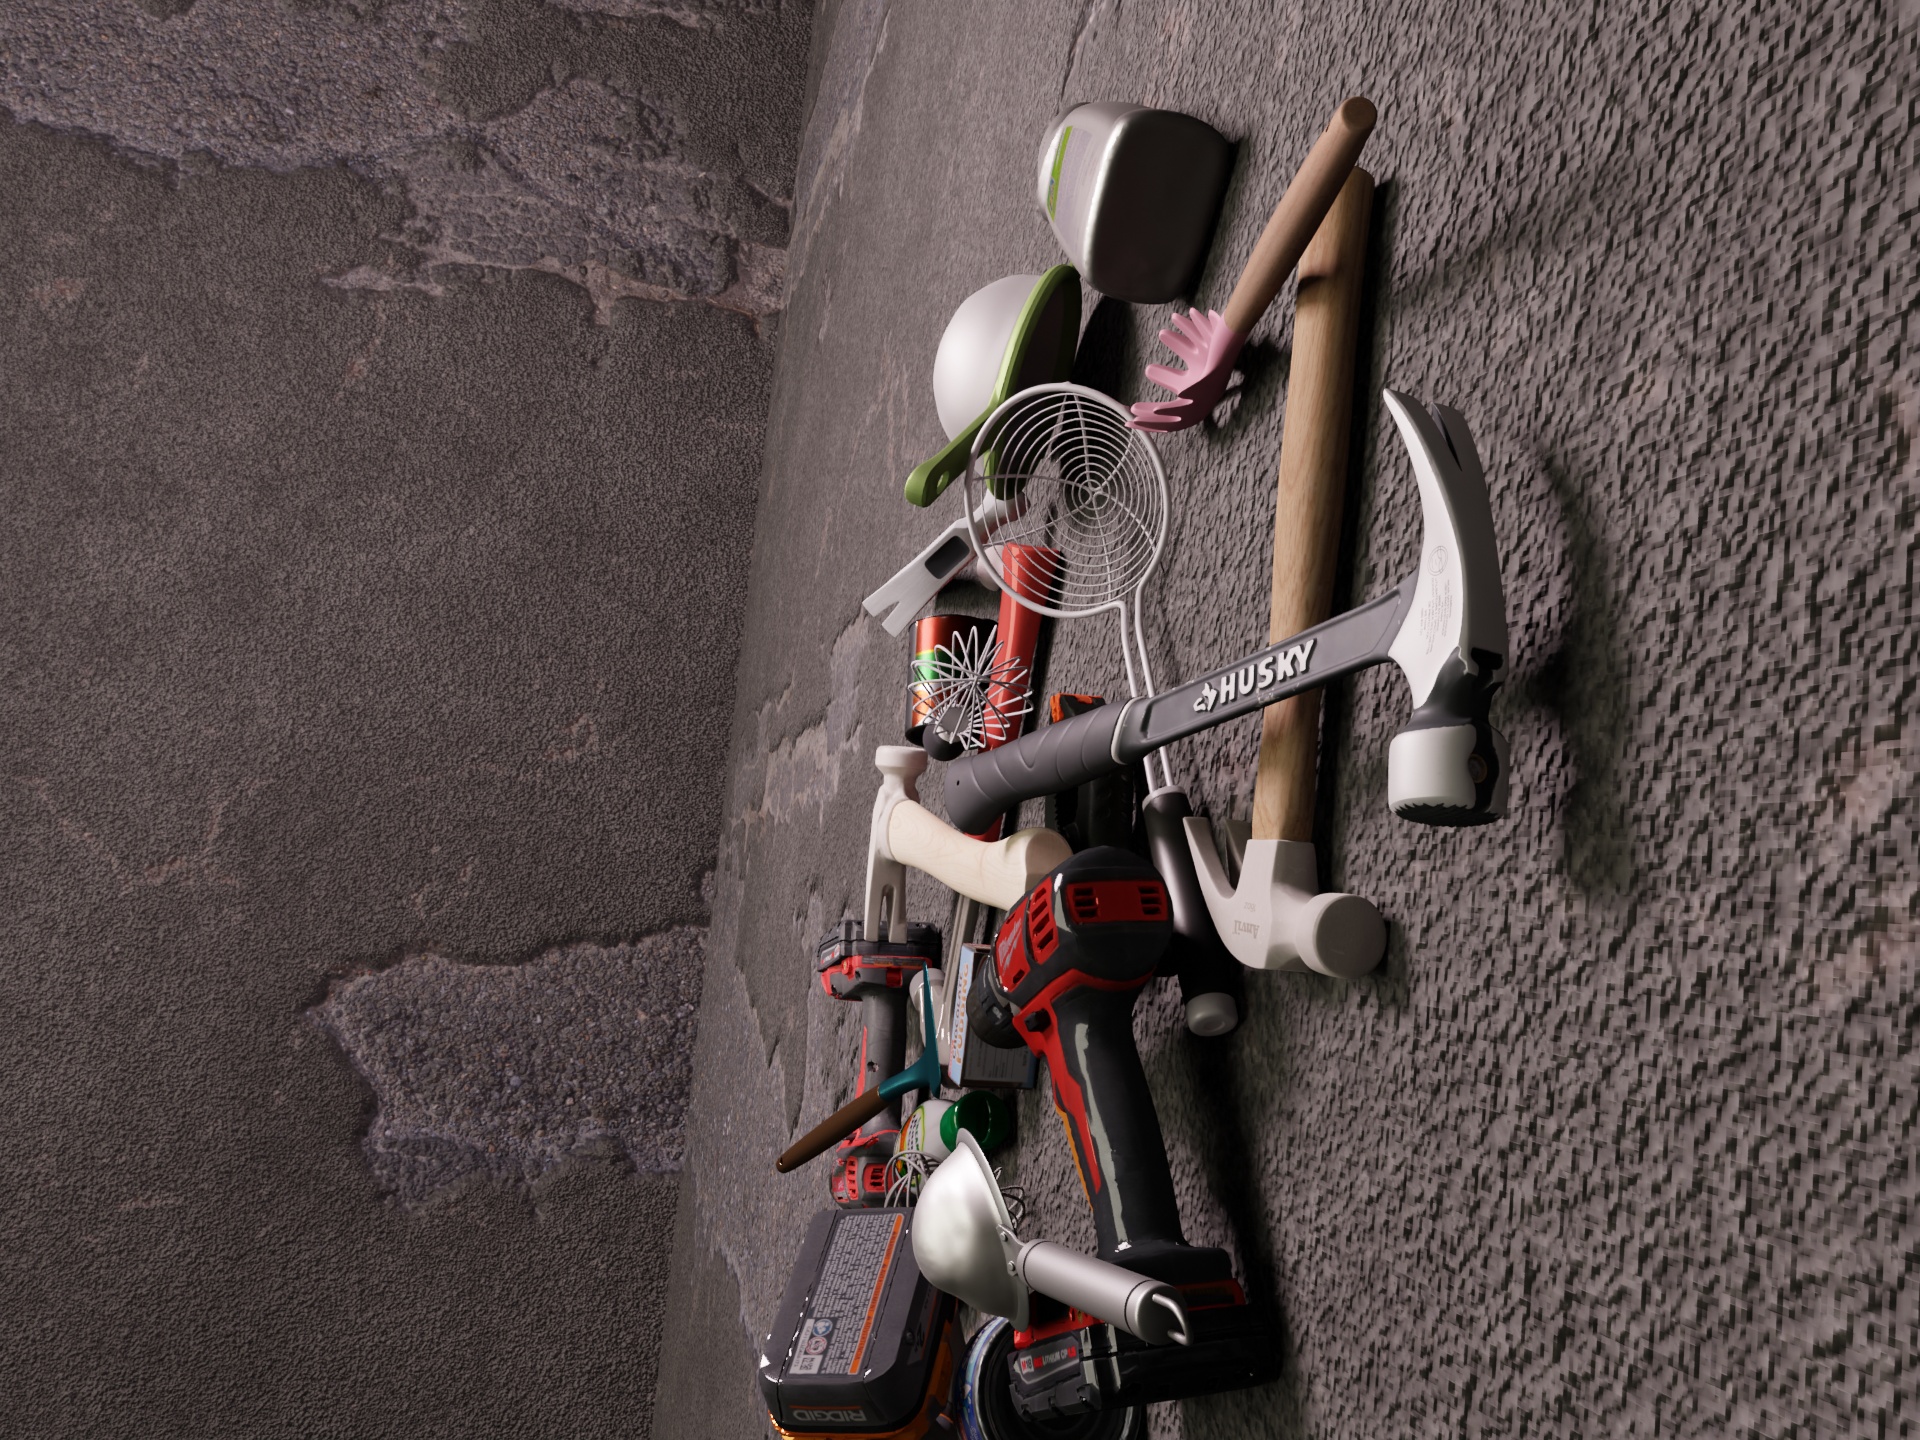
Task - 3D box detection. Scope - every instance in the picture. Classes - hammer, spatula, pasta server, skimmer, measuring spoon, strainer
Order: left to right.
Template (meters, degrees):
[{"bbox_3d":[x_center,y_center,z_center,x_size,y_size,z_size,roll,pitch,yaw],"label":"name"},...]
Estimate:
[{"bbox_3d":[-0.072,0.265,1.108,0.317,0.044,0.082,-46,43,47],"label":"spatula"},{"bbox_3d":[-0.021,-0.117,1.218,0.128,0.033,0.331,-43,5,-3],"label":"hammer"},{"bbox_3d":[-0.005,0.096,0.998,0.411,0.038,0.146,-175,90,-76],"label":"hammer"},{"bbox_3d":[0.002,-0.194,0.968,0.256,0.069,0.151,-53,-22,-52],"label":"strainer"},{"bbox_3d":[0.019,0.061,1.068,0.149,0.036,0.359,-128,47,-71],"label":"hammer"},{"bbox_3d":[0.030,-0.101,1.141,0.124,0.018,0.034,-123,42,-69],"label":"measuring spoon"},{"bbox_3d":[0.026,0.207,0.610,0.258,0.050,0.087,153,102,-68],"label":"strainer"},{"bbox_3d":[0.070,0.233,0.840,0.117,0.011,0.021,-113,33,-57],"label":"measuring spoon"},{"bbox_3d":[0.071,-0.018,0.789,0.127,0.090,0.364,-39,41,34],"label":"skimmer"},{"bbox_3d":[0.082,-0.005,0.674,0.409,0.036,0.149,154,124,-64],"label":"hammer"},{"bbox_3d":[0.118,-0.185,0.680,0.316,0.040,0.060,110,-179,-83],"label":"pasta server"},{"bbox_3d":[0.141,-0.064,0.656,0.130,0.031,0.331,164,113,-74],"label":"hammer"}]

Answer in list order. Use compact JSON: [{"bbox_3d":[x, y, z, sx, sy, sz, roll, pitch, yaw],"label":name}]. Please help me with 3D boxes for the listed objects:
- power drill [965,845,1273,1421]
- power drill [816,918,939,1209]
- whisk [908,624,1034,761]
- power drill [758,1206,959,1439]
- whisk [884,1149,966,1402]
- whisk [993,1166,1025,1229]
[{"bbox_3d":[0.053,0.188,0.717,0.187,0.080,0.227,122,144,-59],"label":"power drill"},{"bbox_3d":[-0.067,0.272,1.234,0.143,0.078,0.220,133,138,-67],"label":"power drill"},{"bbox_3d":[0.000,-0.003,0.958,0.284,0.070,0.070,117,159,-81],"label":"whisk"},{"bbox_3d":[-0.020,0.359,0.828,0.164,0.084,0.226,-69,-34,-57],"label":"power drill"},{"bbox_3d":[-0.009,0.343,0.927,0.055,0.055,0.238,-109,10,-61],"label":"whisk"},{"bbox_3d":[-0.006,0.346,1.009,0.246,0.057,0.059,106,156,-49],"label":"whisk"}]
